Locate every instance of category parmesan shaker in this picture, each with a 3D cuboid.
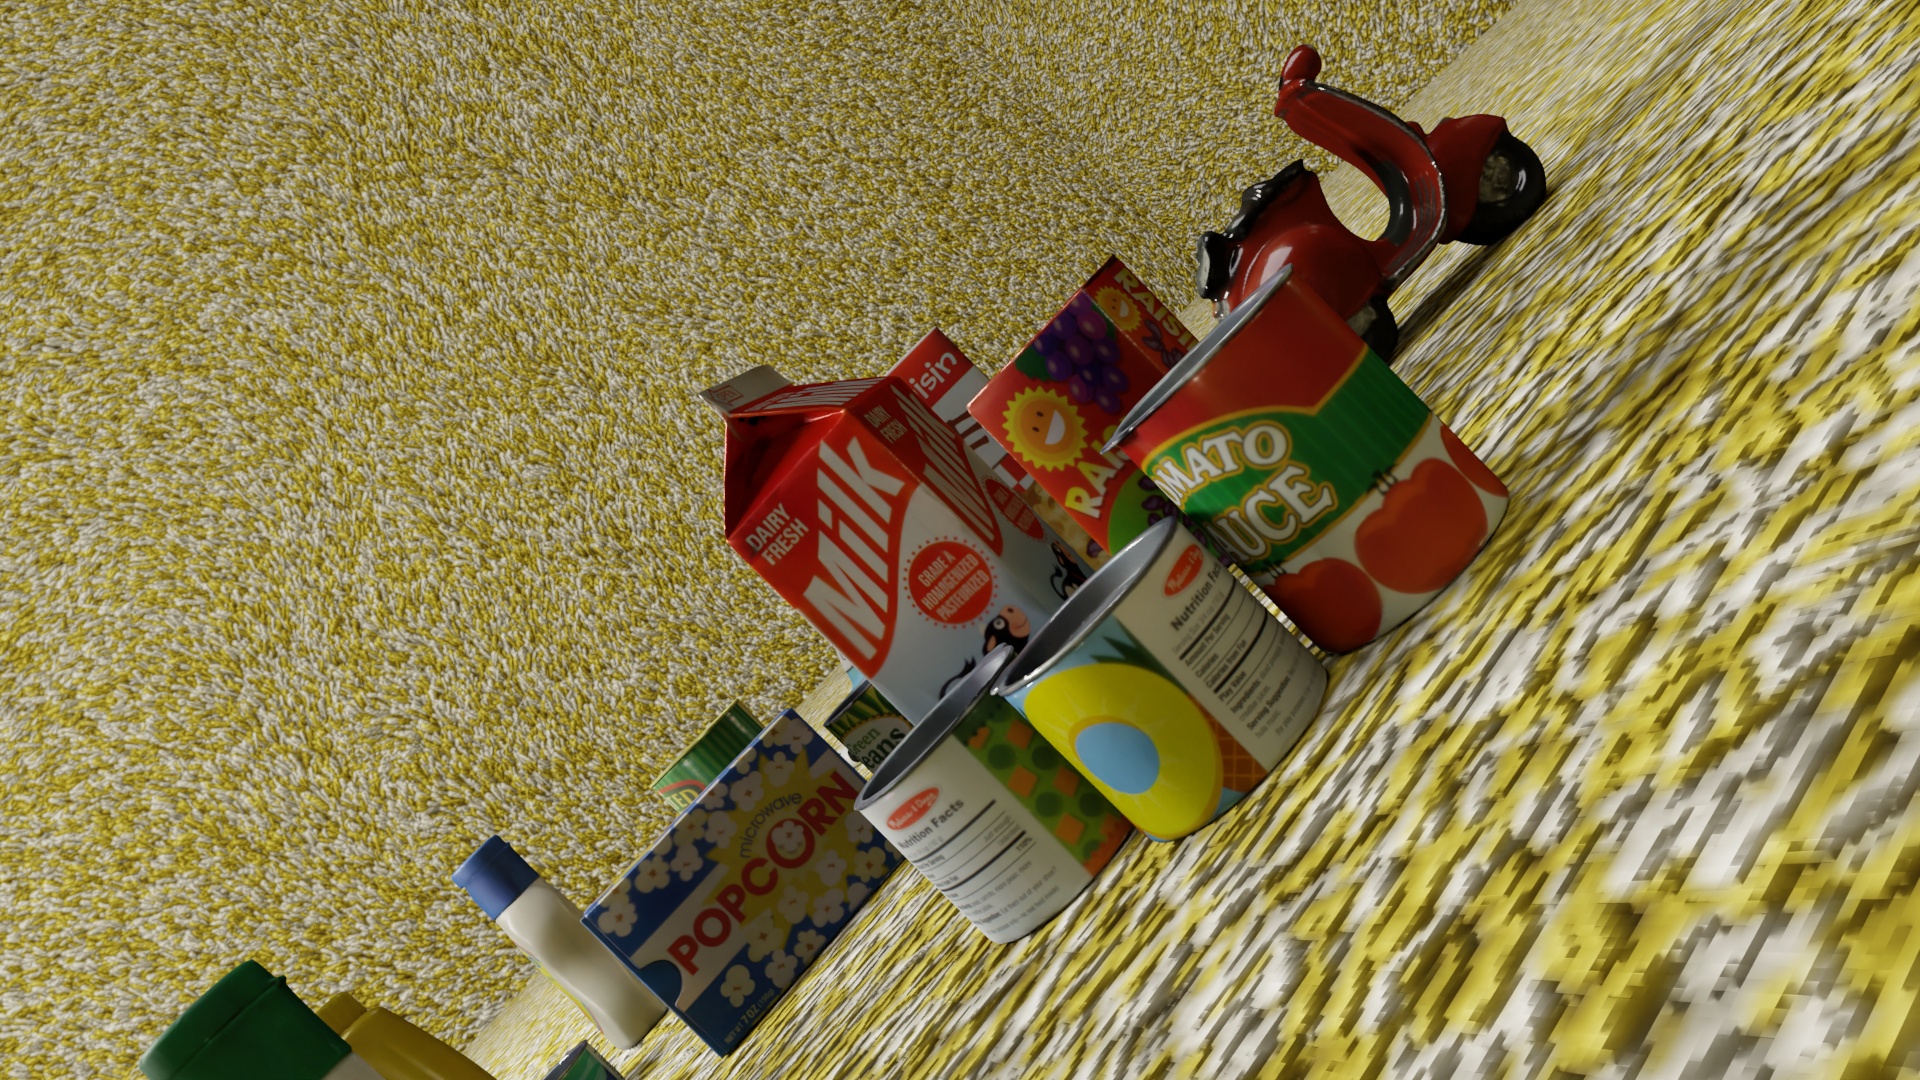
[{"bbox_3d":[-0.108,0.145,0.755,0.071,0.103,0.071,-45,2,2],"label":"parmesan shaker"}]

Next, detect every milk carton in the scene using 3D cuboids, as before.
[{"bbox_3d":[-0.018,0.005,0.529,0.073,0.190,0.072,-44,2,20],"label":"milk carton"}]

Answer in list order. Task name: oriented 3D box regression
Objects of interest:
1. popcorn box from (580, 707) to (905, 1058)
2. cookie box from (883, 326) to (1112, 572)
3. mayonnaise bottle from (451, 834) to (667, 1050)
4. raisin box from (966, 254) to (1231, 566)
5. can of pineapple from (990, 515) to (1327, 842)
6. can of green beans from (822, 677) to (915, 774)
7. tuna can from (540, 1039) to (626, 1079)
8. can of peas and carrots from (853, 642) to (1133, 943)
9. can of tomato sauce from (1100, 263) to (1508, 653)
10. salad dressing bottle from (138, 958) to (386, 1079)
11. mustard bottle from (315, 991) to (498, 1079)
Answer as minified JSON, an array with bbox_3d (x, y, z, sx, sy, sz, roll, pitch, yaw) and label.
[{"bbox_3d":[-0.091,0.148,0.613,0.127,0.085,0.038,-46,2,-20],"label":"popcorn box"},{"bbox_3d":[0.003,-0.009,0.718,0.123,0.167,0.040,-45,2,2],"label":"cookie box"},{"bbox_3d":[-0.241,0.242,0.838,0.041,0.148,0.064,-46,2,-23],"label":"mayonnaise bottle"},{"bbox_3d":[0.075,-0.043,0.575,0.085,0.123,0.040,-43,2,43],"label":"raisin box"},{"bbox_3d":[0.052,0.037,0.368,0.071,0.058,0.071,-45,2,2],"label":"can of pineapple"},{"bbox_3d":[-0.035,0.102,0.794,0.071,0.058,0.071,-45,2,2],"label":"can of green beans"},{"bbox_3d":[-0.207,0.295,0.713,0.071,0.033,0.071,-45,2,2],"label":"tuna can"},{"bbox_3d":[0.013,0.073,0.410,0.071,0.059,0.071,-45,2,2],"label":"can of peas and carrots"},{"bbox_3d":[0.091,-0.020,0.371,0.071,0.083,0.071,-45,2,2],"label":"can of tomato sauce"},{"bbox_3d":[-0.152,0.177,0.373,0.044,0.147,0.064,-46,2,-20],"label":"salad dressing bottle"},{"bbox_3d":[-0.198,0.208,0.494,0.065,0.160,0.048,-45,2,-10],"label":"mustard bottle"}]
